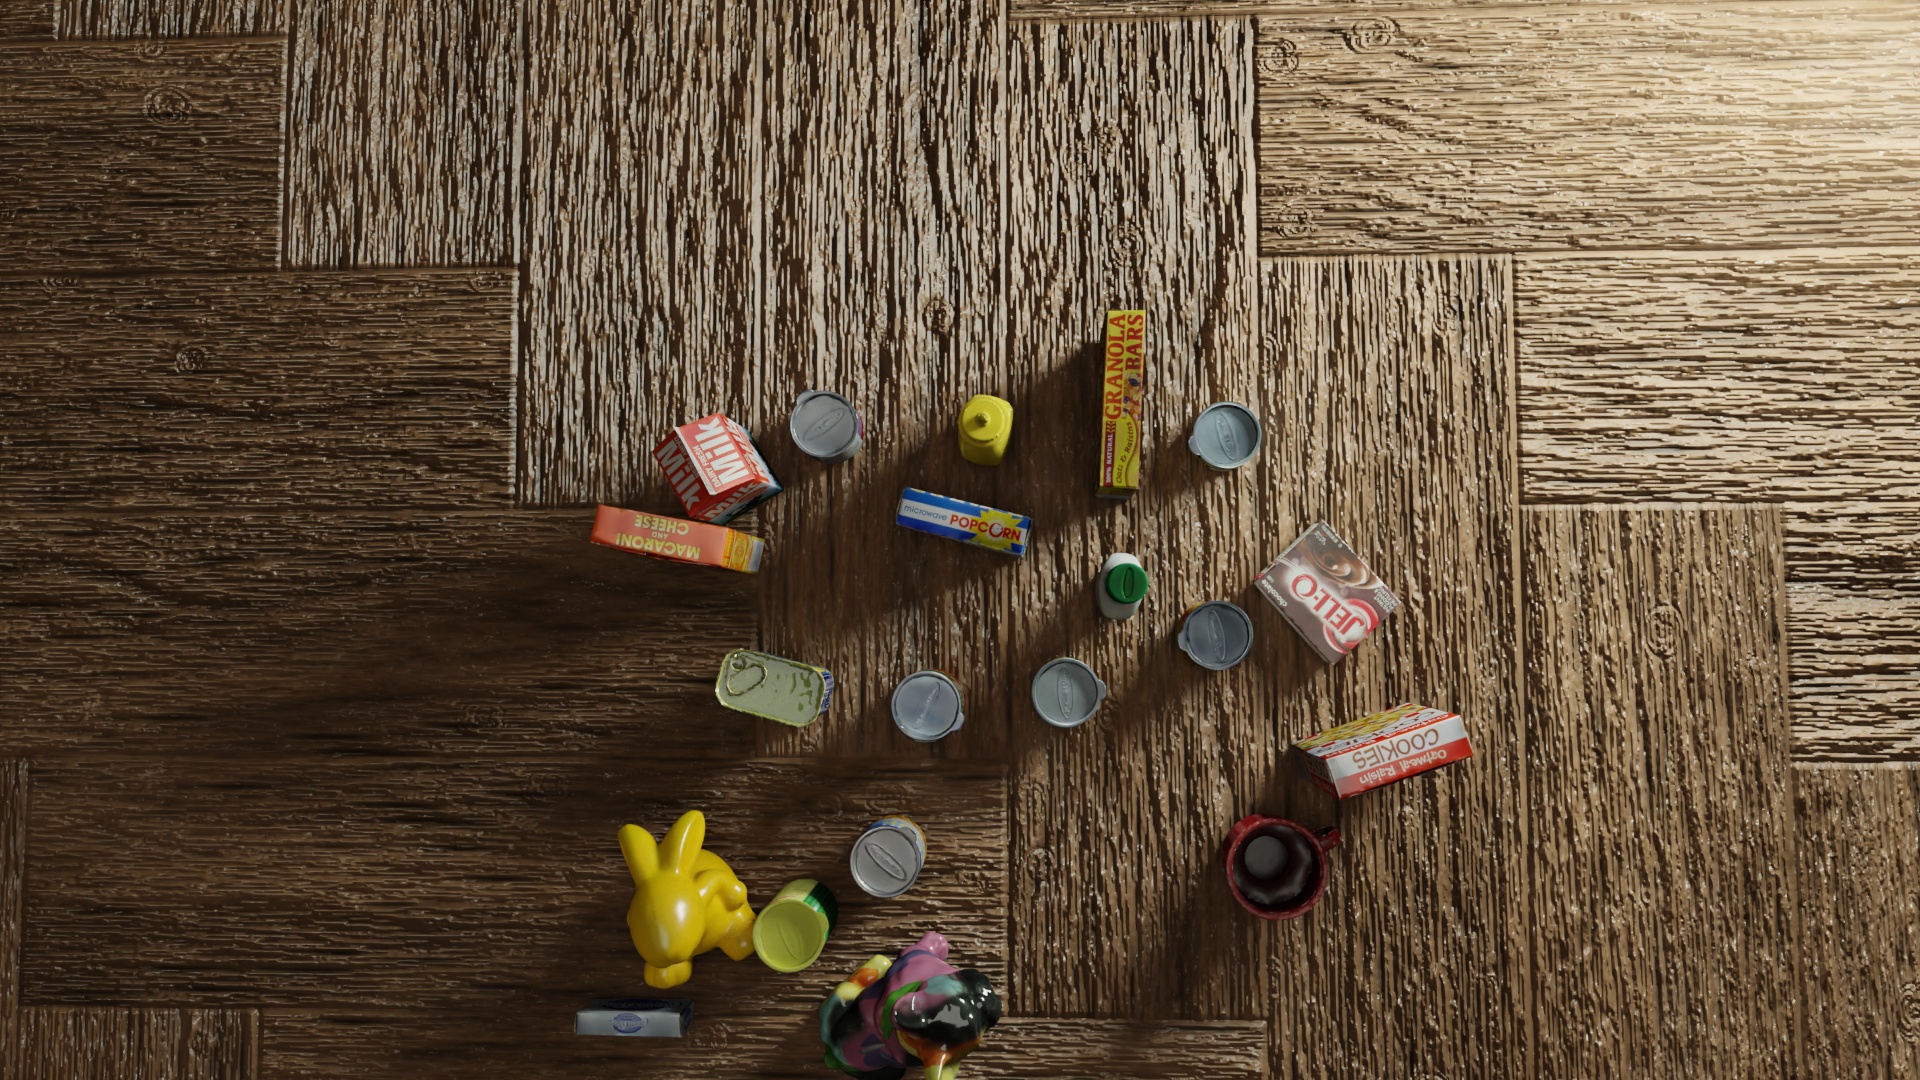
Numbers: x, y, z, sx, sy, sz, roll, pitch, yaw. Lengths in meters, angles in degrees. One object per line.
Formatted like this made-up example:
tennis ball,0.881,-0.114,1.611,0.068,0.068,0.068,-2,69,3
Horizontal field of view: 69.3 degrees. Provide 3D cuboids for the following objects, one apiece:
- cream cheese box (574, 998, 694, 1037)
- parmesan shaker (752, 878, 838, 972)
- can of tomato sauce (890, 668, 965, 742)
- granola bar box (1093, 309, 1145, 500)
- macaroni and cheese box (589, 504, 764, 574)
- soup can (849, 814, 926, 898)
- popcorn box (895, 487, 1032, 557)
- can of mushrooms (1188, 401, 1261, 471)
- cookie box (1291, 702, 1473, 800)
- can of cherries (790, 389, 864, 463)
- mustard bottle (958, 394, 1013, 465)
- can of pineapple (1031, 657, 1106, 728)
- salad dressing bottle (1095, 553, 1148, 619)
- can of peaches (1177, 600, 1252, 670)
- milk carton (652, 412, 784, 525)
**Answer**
cream cheese box,-0.314,0.461,1.344,0.104,0.053,0.024,0,87,3
parmesan shaker,-0.152,0.363,1.318,0.071,0.103,0.071,0,87,3
can of tomato sauce,-0.028,0.158,1.335,0.071,0.083,0.071,0,87,3
granola bar box,0.150,-0.126,1.325,0.039,0.124,0.165,3,87,3
macaroni and cheese box,-0.263,0.001,1.316,0.124,0.166,0.040,10,87,4
soup can,-0.065,0.298,1.327,0.071,0.084,0.071,0,87,3
popcorn box,0.005,-0.017,1.344,0.127,0.085,0.038,14,88,4
can of mushrooms,0.257,-0.101,1.363,0.071,0.033,0.071,0,86,3
cookie box,0.381,0.191,1.270,0.123,0.167,0.040,-19,86,2
can of cherries,-0.132,-0.113,1.371,0.071,0.058,0.071,0,86,3
mustard bottle,0.023,-0.109,1.312,0.049,0.160,0.065,13,88,4
can of pineapple,0.103,0.147,1.342,0.071,0.058,0.071,0,86,3
salad dressing bottle,0.152,0.042,1.302,0.044,0.147,0.064,6,87,3
can of peaches,0.242,0.091,1.339,0.071,0.058,0.071,0,86,3
milk carton,-0.229,-0.066,1.307,0.073,0.190,0.072,-30,86,1
